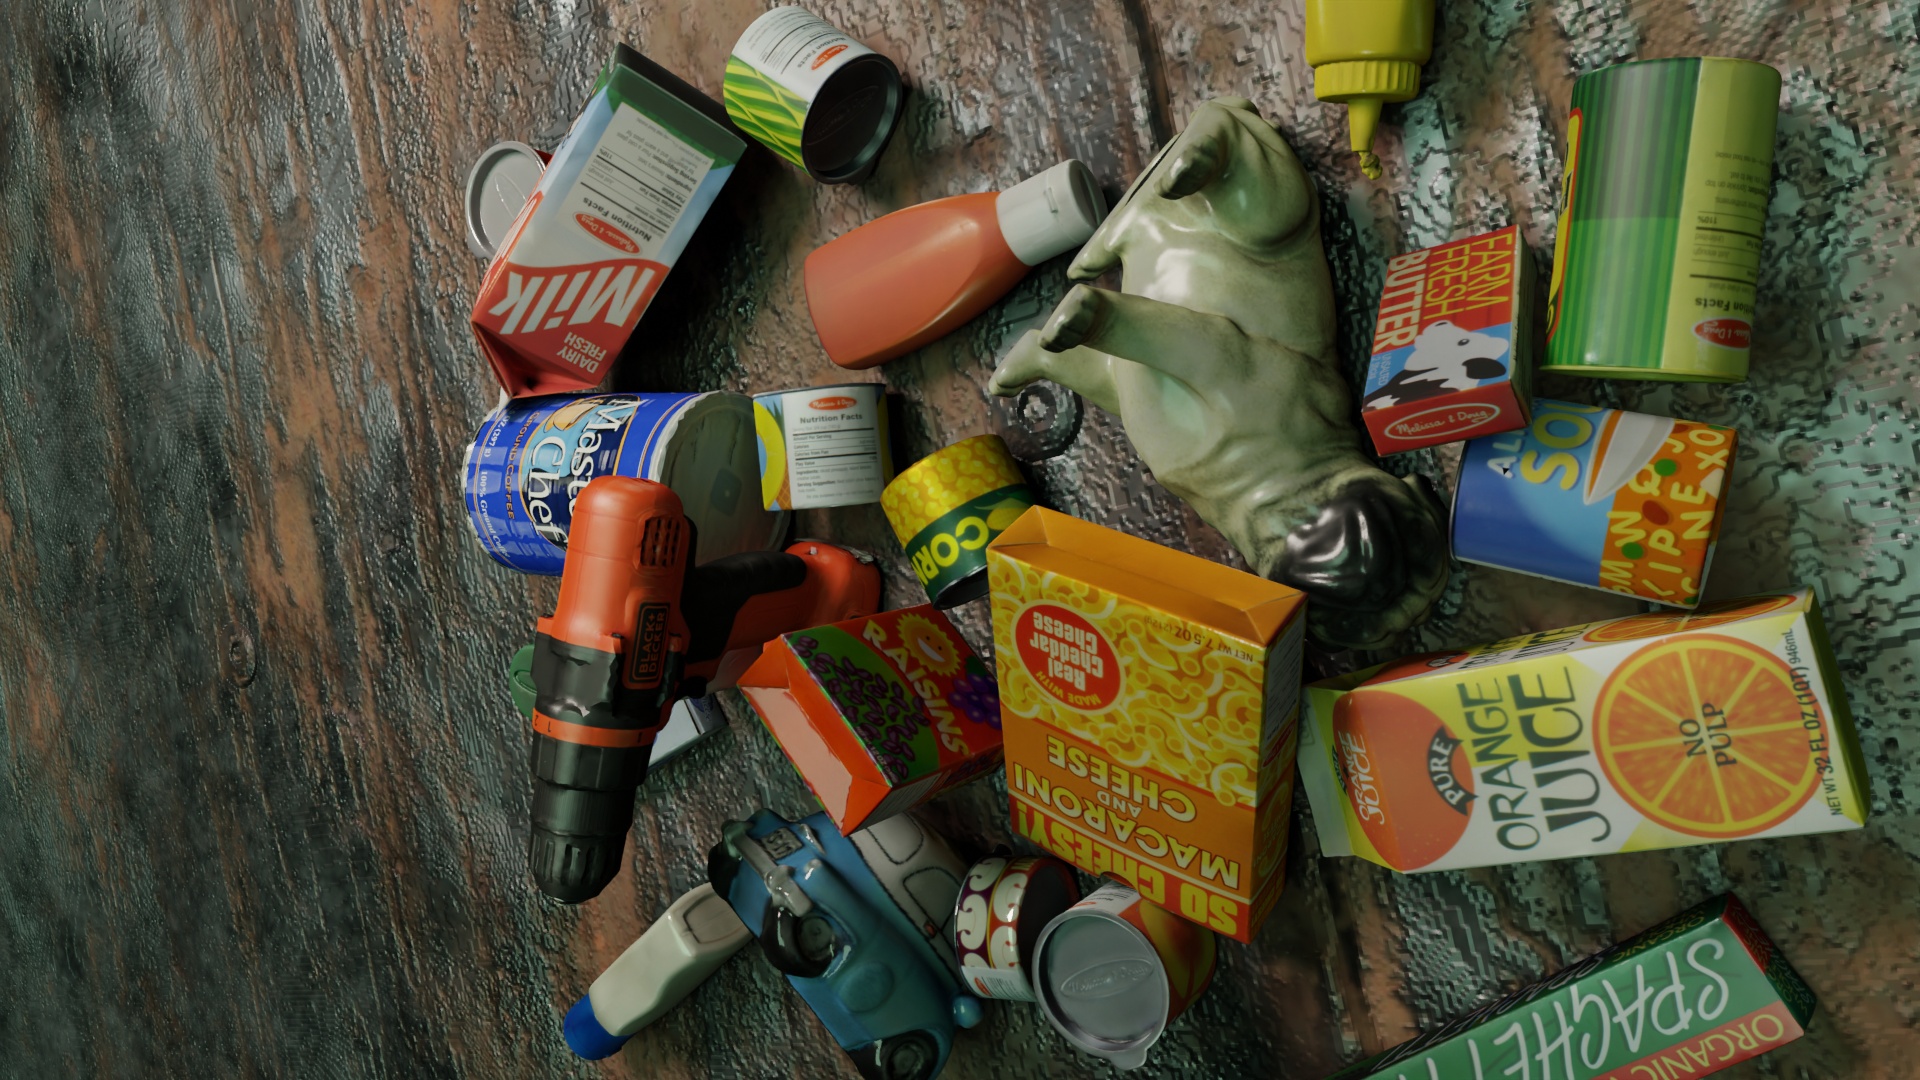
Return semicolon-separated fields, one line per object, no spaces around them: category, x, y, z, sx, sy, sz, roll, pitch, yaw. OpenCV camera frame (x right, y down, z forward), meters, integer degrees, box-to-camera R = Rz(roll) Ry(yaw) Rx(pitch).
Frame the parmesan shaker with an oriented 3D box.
parmesan shaker;0.245;-0.108;0.485;0.071;0.071;0.103;7;96;31

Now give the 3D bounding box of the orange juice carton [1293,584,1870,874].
orange juice carton;0.216;0.074;0.515;0.192;0.073;0.072;-15;87;32

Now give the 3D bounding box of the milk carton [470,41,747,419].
milk carton;-0.192;-0.151;0.717;0.190;0.073;0.072;-54;26;15

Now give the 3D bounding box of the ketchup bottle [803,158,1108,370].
ketchup bottle;-0.004;-0.132;0.649;0.148;0.043;0.064;-18;85;32

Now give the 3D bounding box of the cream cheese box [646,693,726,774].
cream cheese box;-0.184;0.105;0.794;0.103;0.024;0.053;-32;78;30

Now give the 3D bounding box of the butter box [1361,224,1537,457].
butter box;0.181;-0.075;0.511;0.053;0.104;0.024;-11;126;32

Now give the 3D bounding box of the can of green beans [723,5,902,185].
can of green beans;-0.071;-0.215;0.669;0.058;0.071;0.071;38;113;24

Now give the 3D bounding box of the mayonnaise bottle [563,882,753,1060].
mayonnaise bottle;-0.174;0.245;0.781;0.147;0.065;0.041;-45;73;31

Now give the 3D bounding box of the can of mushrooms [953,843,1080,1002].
can of mushrooms;0.028;0.177;0.646;0.033;0.071;0.071;-6;92;32

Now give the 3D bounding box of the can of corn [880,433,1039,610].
can of corn;0.002;-0.008;0.641;0.071;0.071;0.058;-35;76;30

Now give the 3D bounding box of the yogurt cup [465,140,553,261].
yogurt cup;-0.234;-0.186;0.780;0.072;0.054;0.072;4;97;31

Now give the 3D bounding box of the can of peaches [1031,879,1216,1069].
can of peaches;0.075;0.191;0.622;0.071;0.058;0.071;4;97;31

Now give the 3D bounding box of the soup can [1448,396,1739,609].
soup can;0.228;-0.018;0.501;0.084;0.071;0.071;14;102;30

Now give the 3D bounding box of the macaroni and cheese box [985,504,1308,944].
macaroni and cheese box;0.075;0.078;0.579;0.124;0.040;0.165;19;132;31

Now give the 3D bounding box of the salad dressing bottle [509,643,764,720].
salad dressing bottle;-0.157;0.060;0.700;0.064;0.148;0.044;14;102;30

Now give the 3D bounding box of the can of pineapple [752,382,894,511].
can of pineapple;-0.067;-0.046;0.684;0.071;0.071;0.058;-4;93;32

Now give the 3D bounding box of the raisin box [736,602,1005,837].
raisin box;-0.031;0.078;0.639;0.086;0.124;0.040;50;117;18

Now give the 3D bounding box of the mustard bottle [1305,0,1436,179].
mustard bottle;0.157;-0.220;0.530;0.049;0.065;0.160;5;101;27

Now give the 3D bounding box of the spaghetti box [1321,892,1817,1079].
spaghetti box;0.209;0.219;0.559;0.249;0.029;0.050;-40;75;29
